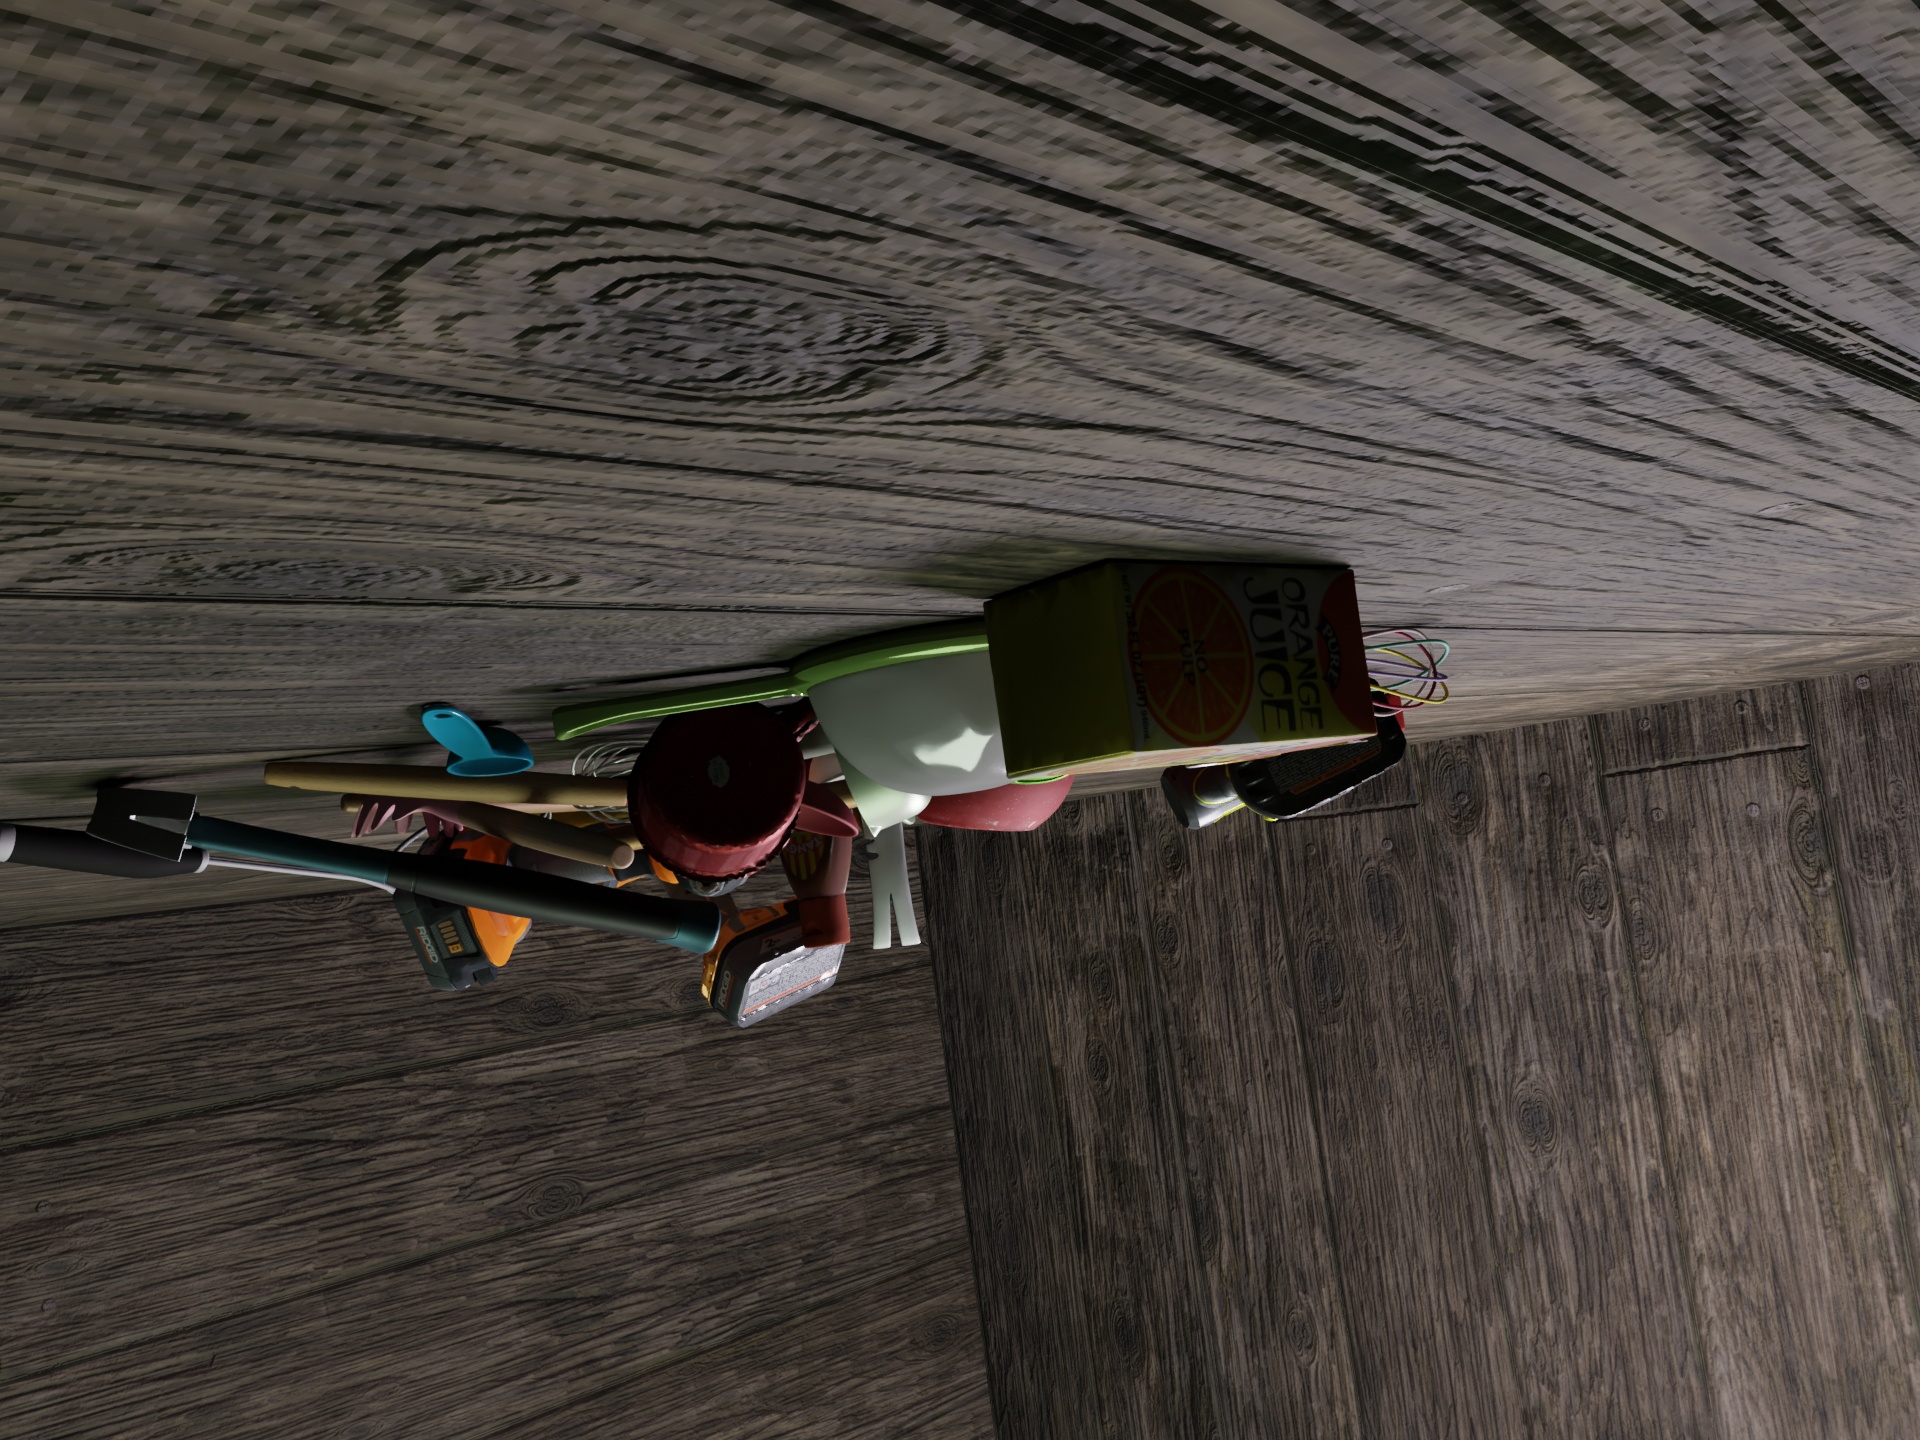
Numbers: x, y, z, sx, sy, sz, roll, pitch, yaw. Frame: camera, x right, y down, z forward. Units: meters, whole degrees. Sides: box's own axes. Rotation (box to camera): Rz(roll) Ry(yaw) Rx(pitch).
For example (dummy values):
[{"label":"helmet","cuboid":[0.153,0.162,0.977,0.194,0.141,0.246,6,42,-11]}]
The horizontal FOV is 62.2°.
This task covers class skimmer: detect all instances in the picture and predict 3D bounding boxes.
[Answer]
[{"label":"skimmer","cuboid":[-0.443,0.069,1.059,0.127,0.090,0.363,3,172,41]}]

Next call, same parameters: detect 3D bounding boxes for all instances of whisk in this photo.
[{"label":"whisk","cuboid":[-0.120,0.016,0.922,0.246,0.057,0.059,-13,-152,18]},{"label":"whisk","cuboid":[0.192,-0.029,0.870,0.244,0.047,0.051,1,157,-39]}]

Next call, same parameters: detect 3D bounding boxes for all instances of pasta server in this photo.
[{"label":"pasta server","cuboid":[-0.268,0.064,0.903,0.060,0.040,0.316,4,-179,-40]}]

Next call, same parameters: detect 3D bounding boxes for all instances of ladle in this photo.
[{"label":"ladle","cuboid":[-0.209,0.039,0.867,0.315,0.031,0.069,5,166,-18]}]

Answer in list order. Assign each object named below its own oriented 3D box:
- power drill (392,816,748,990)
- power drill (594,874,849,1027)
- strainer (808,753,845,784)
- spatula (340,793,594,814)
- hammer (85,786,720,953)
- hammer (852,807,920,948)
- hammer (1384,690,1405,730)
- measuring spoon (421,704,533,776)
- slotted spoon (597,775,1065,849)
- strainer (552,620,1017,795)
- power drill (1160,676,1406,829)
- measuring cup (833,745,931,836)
[{"label":"power drill","cuboid":[-0.235,0.095,1.017,0.226,0.084,0.164,-17,-162,-1]},{"label":"power drill","cuboid":[-0.188,0.134,1.319,0.185,0.084,0.226,-19,-133,-43]},{"label":"strainer","cuboid":[-0.011,0.009,1.007,0.258,0.050,0.087,-17,177,28]},{"label":"spatula","cuboid":[-0.276,0.061,1.131,0.317,0.082,0.044,1,-147,-40]},{"label":"hammer","cuboid":[-0.296,0.083,0.866,0.331,0.033,0.128,13,170,-15]},{"label":"hammer","cuboid":[-0.069,0.085,1.282,0.034,0.127,0.337,-8,-174,-5]},{"label":"hammer","cuboid":[0.216,0.021,1.490,0.386,0.038,0.143,-9,176,11]},{"label":"measuring spoon","cuboid":[-0.234,0.003,0.755,0.042,0.021,0.128,-7,166,-5]},{"label":"slotted spoon","cuboid":[-0.062,0.044,0.957,0.313,0.031,0.070,-11,165,-7]},{"label":"strainer","cuboid":[-0.052,0.006,0.725,0.256,0.069,0.151,-9,175,-8]},{"label":"power drill","cuboid":[0.276,0.023,1.305,0.190,0.080,0.228,-25,177,-6]},{"label":"measuring cup","cuboid":[-0.032,0.028,0.867,0.038,0.083,0.167,-21,161,5]}]
